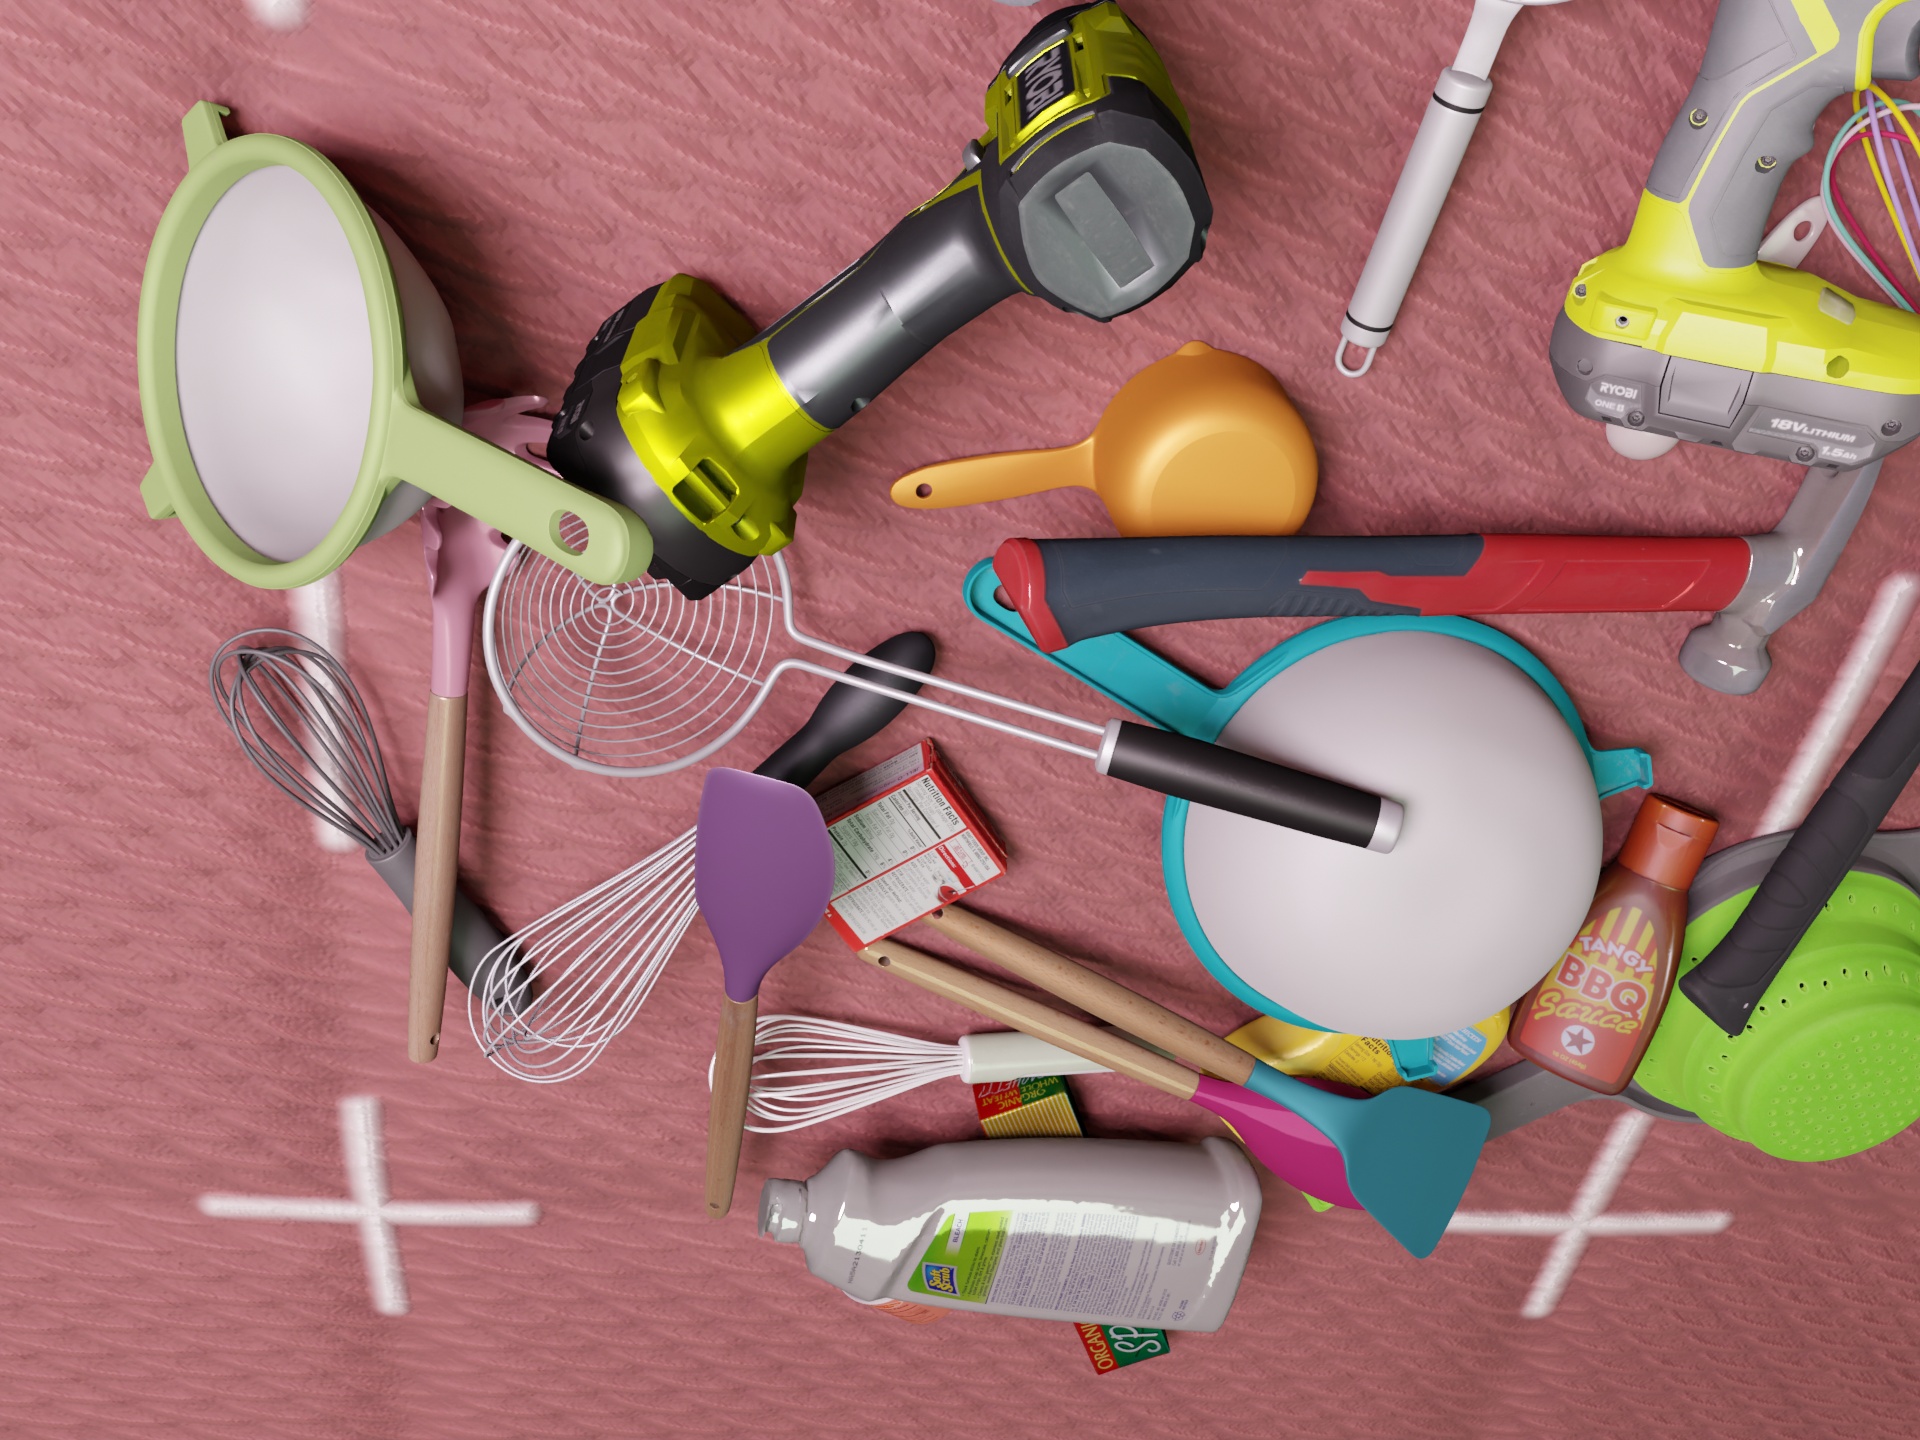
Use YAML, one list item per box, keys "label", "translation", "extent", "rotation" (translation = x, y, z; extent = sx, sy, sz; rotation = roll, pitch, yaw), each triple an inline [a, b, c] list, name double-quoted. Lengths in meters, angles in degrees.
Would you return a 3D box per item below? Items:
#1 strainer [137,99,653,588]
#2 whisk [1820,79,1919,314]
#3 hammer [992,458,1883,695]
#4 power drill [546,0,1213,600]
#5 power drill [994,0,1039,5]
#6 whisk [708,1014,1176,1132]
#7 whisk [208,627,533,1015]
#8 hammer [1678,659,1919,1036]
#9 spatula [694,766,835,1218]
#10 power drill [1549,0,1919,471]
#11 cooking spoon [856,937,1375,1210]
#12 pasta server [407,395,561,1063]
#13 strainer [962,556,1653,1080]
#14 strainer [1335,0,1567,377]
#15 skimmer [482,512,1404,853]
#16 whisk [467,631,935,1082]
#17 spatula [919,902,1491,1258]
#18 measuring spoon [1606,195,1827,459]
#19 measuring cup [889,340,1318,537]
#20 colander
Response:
- label: "strainer"
  translation: [-0.179, -0.102, 0.535]
  extent: [0.069, 0.256, 0.151]
  rotation: [-12, 124, -55]
- label: "whisk"
  translation: [0.407, -0.160, 0.653]
  extent: [0.051, 0.047, 0.244]
  rotation: [-48, 124, -4]
- label: "hammer"
  translation: [0.201, -0.072, 0.642]
  extent: [0.386, 0.038, 0.143]
  rotation: [-2, 126, -20]
- label: "power drill"
  translation: [-0.025, -0.150, 0.539]
  extent: [0.223, 0.171, 0.080]
  rotation: [-30, 122, 22]
- label: "power drill"
  translation: [0.081, -0.287, 0.457]
  extent: [0.226, 0.164, 0.084]
  rotation: [-29, 122, 9]
- label: "whisk"
  translation: [-0.005, 0.176, 0.819]
  extent: [0.246, 0.058, 0.059]
  rotation: [-1, 89, -12]
- label: "whisk"
  translation: [-0.251, 0.054, 0.708]
  extent: [0.055, 0.055, 0.238]
  rotation: [-19, 128, 5]
- label: "hammer"
  translation: [0.434, 0.008, 0.729]
  extent: [0.146, 0.035, 0.334]
  rotation: [9, 116, -29]
- label: "spatula"
  translation: [-0.099, 0.139, 0.724]
  extent: [0.060, 0.018, 0.315]
  rotation: [15, 131, 2]
- label: "power drill"
  translation: [0.313, -0.210, 0.549]
  extent: [0.191, 0.080, 0.228]
  rotation: [18, 129, 22]
- label: "cooking spoon"
  translation: [0.095, 0.176, 0.805]
  extent: [0.319, 0.017, 0.068]
  rotation: [24, 111, -6]
- label: "pasta server"
  translation: [-0.210, 0.015, 0.663]
  extent: [0.040, 0.060, 0.316]
  rotation: [24, 116, 25]
- label: "strainer"
  translation: [0.150, 0.031, 0.692]
  extent: [0.340, 0.095, 0.211]
  rotation: [31, 100, -16]
- label: "strainer"
  translation: [0.181, -0.233, 0.565]
  extent: [0.087, 0.050, 0.258]
  rotation: [22, 134, 8]
- label: "skimmer"
  translation: [-0.001, -0.002, 0.627]
  extent: [0.363, 0.090, 0.127]
  rotation: [16, 99, 4]
- label: "whisk"
  translation: [-0.117, 0.059, 0.714]
  extent: [0.284, 0.070, 0.070]
  rotation: [-43, 119, 9]
- label: "spatula"
  translation: [0.116, 0.162, 0.786]
  extent: [0.317, 0.044, 0.082]
  rotation: [27, 83, 1]
- label: "measuring spoon"
  translation: [0.317, -0.159, 0.658]
  extent: [0.034, 0.018, 0.124]
  rotation: [23, 117, -21]
- label: "measuring cup"
  translation: [0.060, -0.094, 0.644]
  extent: [0.173, 0.052, 0.095]
  rotation: [-9, 124, -5]
- label: "colander"
  translation: [0.375, 0.202, 0.857]
  extent: [0.397, 0.095, 0.204]
  rotation: [-28, 122, 11]
